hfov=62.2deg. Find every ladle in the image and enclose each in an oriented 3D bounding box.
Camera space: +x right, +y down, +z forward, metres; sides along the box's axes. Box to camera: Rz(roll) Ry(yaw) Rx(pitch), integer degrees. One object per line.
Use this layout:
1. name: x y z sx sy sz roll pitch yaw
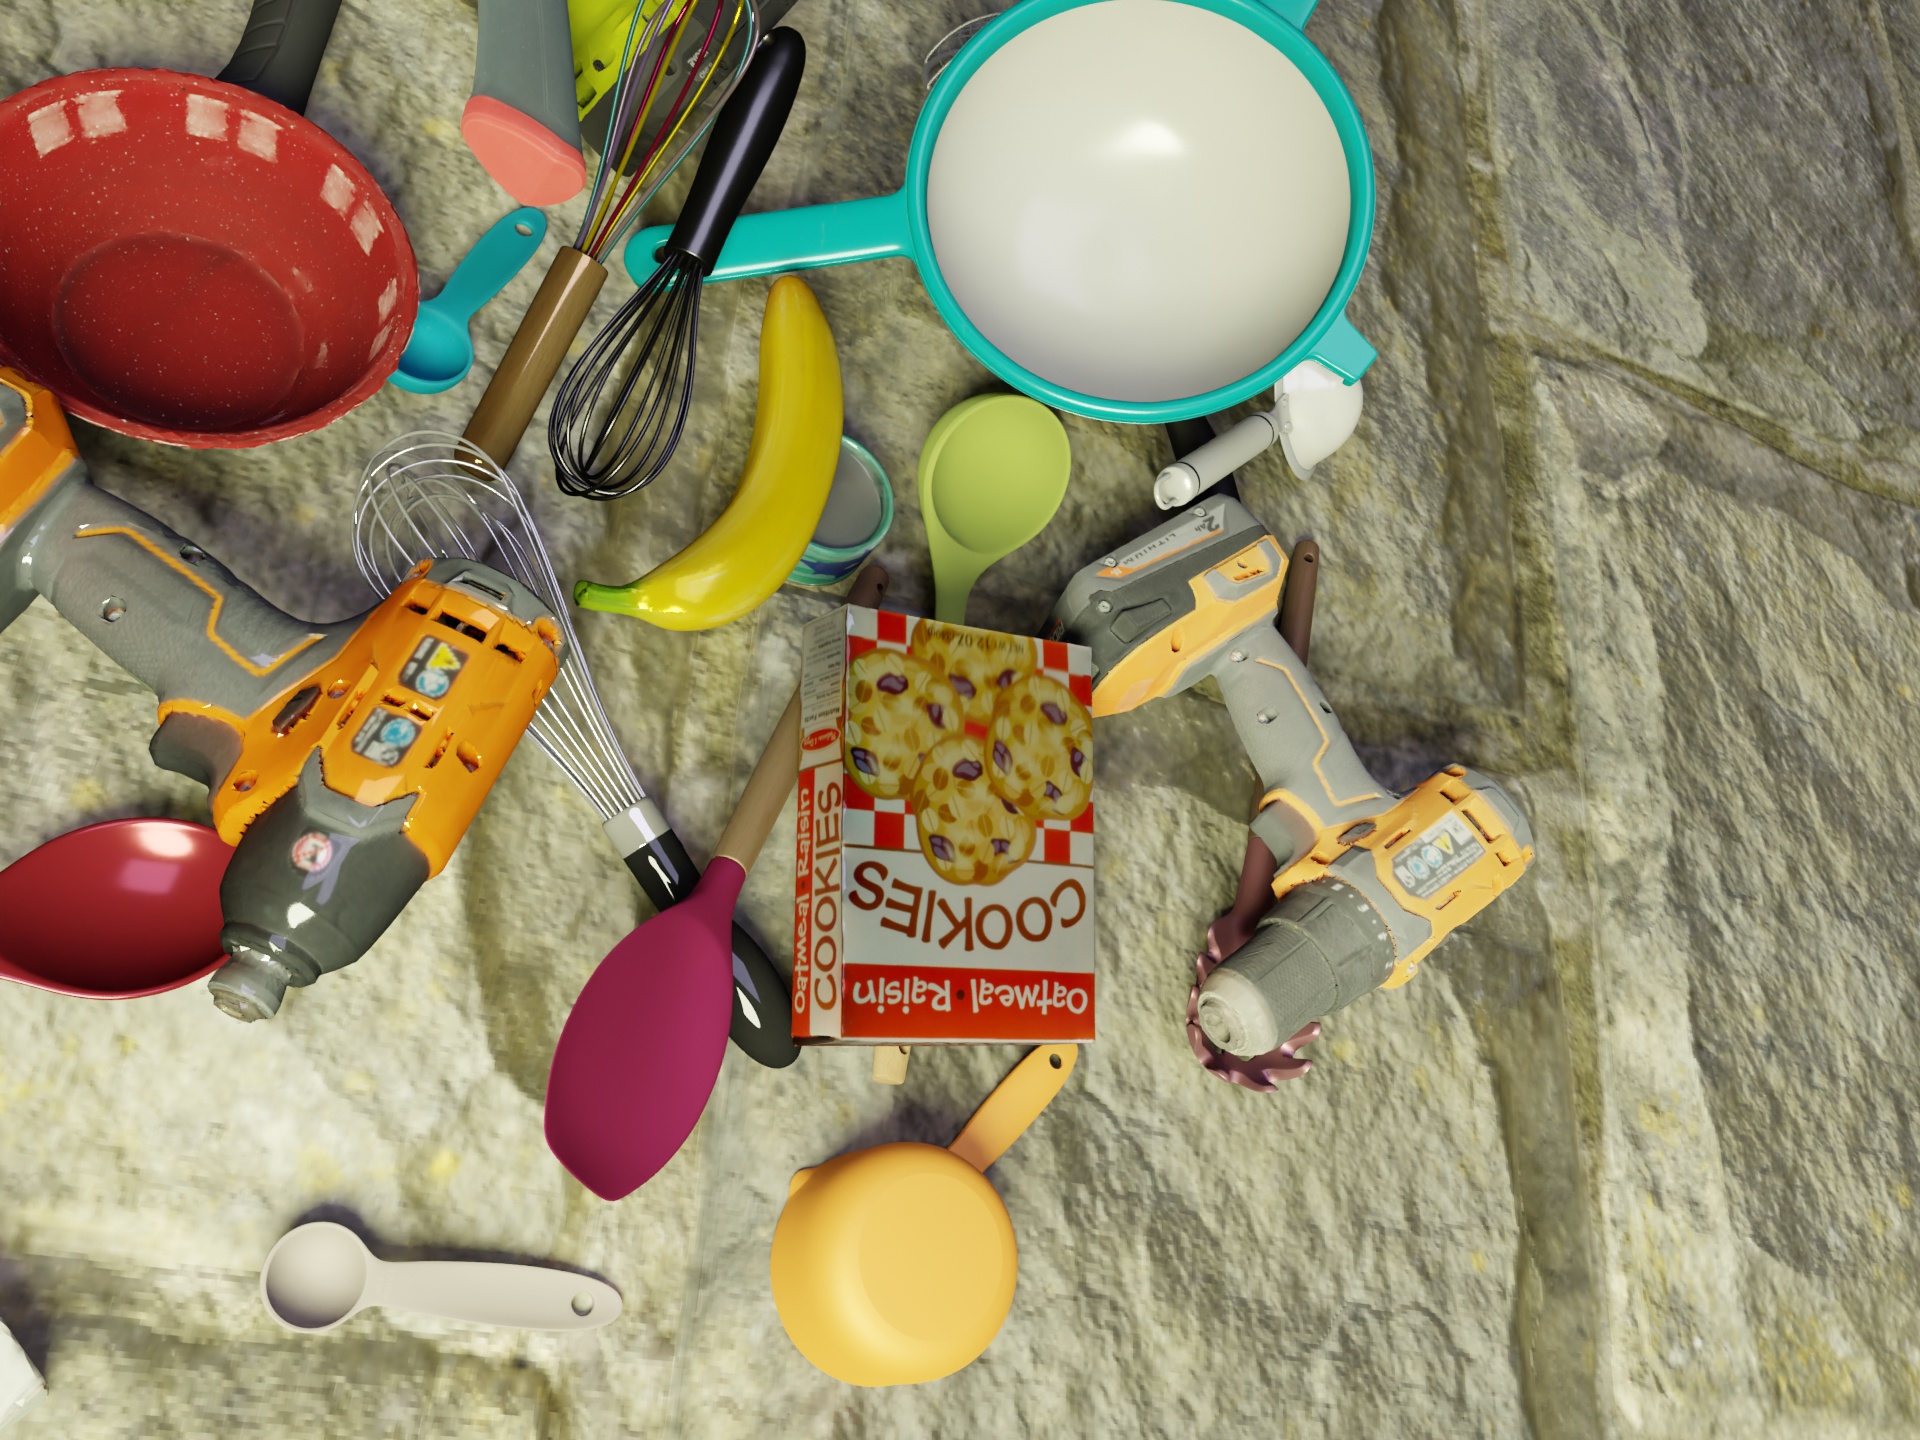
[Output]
1. ladle: -0.001 -0.002 0.696 0.078 0.062 0.320 28 59 -39
2. ladle: -0.349 0.069 0.431 0.315 0.031 0.069 -5 51 -49

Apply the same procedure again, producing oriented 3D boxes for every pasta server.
1. pasta server: 0.155 0.034 0.777 0.060 0.040 0.316 17 60 -4

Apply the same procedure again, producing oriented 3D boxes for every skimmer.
1. skimmer: 0.083 -0.212 0.848 0.127 0.090 0.363 -17 88 -31

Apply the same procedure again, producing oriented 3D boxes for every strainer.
1. strainer: 0.018 -0.225 0.755 0.340 0.095 0.211 -7 84 1
2. strainer: 0.158 -0.149 0.814 0.258 0.050 0.086 -36 120 -49

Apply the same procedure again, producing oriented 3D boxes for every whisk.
1. whisk: -0.116 -0.200 0.687 0.055 0.055 0.239 25 77 -18
2. whisk: -0.147 -0.211 0.656 0.051 0.047 0.245 28 86 -26
3. whisk: -0.142 0.013 0.613 0.070 0.070 0.284 -35 93 -35

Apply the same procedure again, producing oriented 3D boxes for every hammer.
1. hammer: -0.274 -0.373 0.715 0.146 0.035 0.335 15 63 -22
2. hammer: -0.176 -0.389 0.652 0.143 0.038 0.386 0 75 -38

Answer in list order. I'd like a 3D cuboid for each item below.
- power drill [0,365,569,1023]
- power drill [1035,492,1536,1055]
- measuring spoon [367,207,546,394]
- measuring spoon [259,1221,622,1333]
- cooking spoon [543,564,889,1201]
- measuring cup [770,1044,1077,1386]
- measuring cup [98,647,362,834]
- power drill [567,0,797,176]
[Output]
1. power drill: -0.263 -0.011 0.507 0.226 0.084 0.164 24 57 -5
2. power drill: 0.128 0.025 0.716 0.185 0.084 0.226 -31 75 -29
3. measuring spoon: -0.212 -0.180 0.682 0.042 0.021 0.129 32 48 -13
4. measuring spoon: -0.175 0.195 0.543 0.124 0.018 0.034 18 61 -29
5. cooking spoon: -0.081 0.039 0.616 0.068 0.017 0.319 56 37 -30
6. measuring cup: 0.004 0.180 0.621 0.095 0.052 0.174 49 57 -2
7. measuring cup: -0.253 -0.002 0.565 0.167 0.038 0.083 42 56 -8
8. power drill: -0.186 -0.375 0.709 0.223 0.080 0.171 44 54 -22
